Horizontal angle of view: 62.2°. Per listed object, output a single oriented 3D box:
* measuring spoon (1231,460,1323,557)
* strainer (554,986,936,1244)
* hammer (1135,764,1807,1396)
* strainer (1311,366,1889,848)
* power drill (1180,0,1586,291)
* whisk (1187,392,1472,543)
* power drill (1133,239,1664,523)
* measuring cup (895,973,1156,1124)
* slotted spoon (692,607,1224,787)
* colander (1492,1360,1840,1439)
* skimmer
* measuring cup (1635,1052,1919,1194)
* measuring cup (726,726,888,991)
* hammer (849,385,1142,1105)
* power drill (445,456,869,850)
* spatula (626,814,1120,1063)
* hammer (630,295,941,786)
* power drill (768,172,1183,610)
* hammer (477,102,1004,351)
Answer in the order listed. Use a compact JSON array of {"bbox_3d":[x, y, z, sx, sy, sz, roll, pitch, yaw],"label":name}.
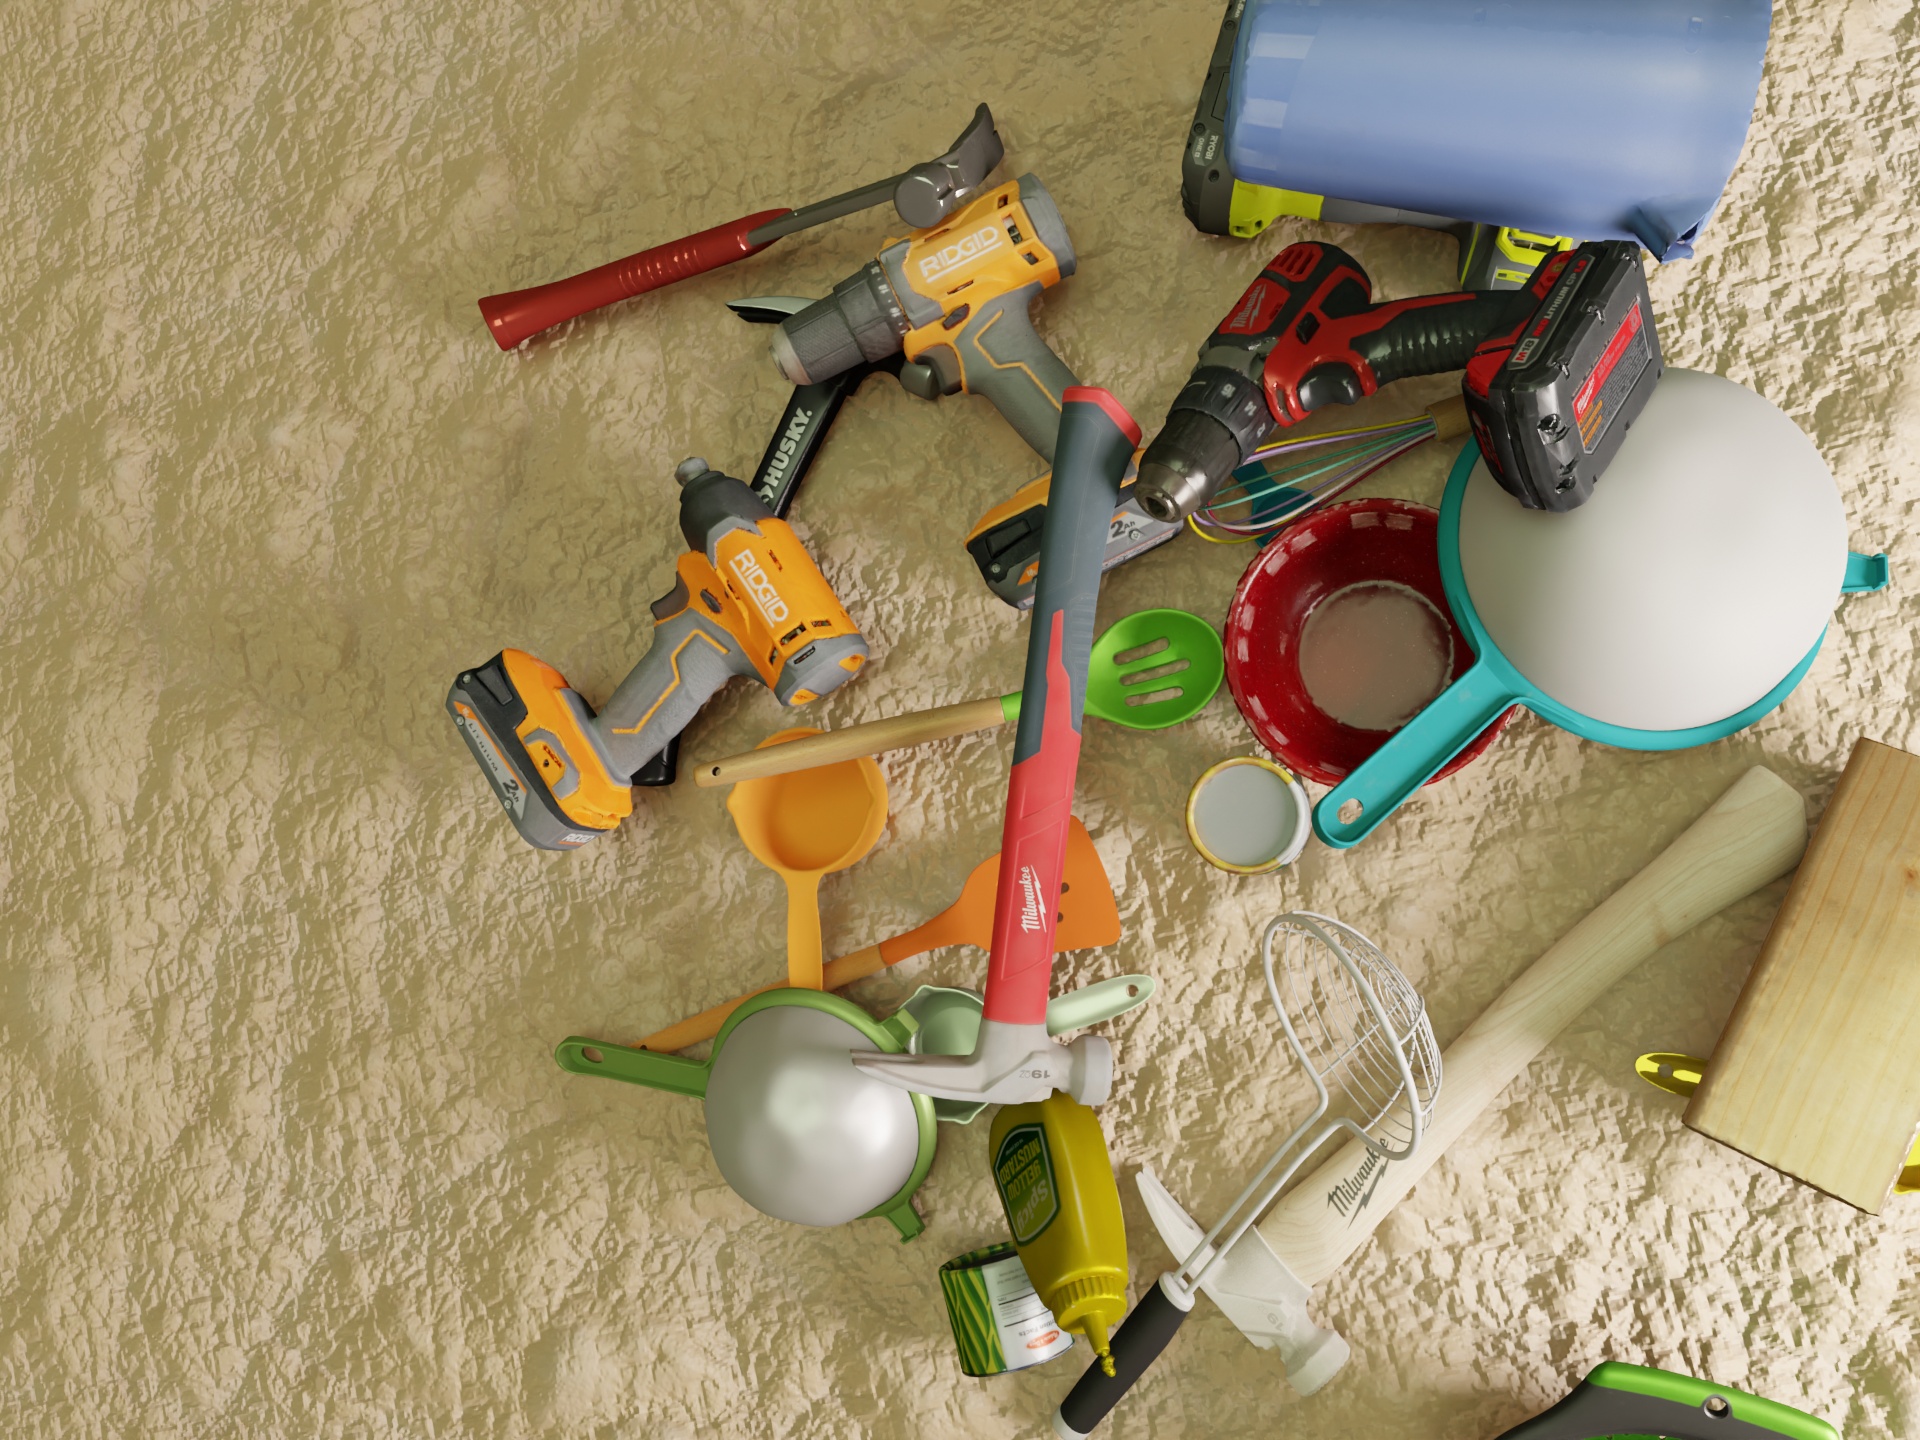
[{"bbox_3d":[0.167,-0.145,0.931,0.042,0.021,0.129,-33,69,3],"label":"measuring spoon"},{"bbox_3d":[-0.142,0.229,0.933,0.256,0.069,0.151,7,110,21],"label":"strainer"},{"bbox_3d":[0.280,0.172,0.860,0.410,0.038,0.146,-46,74,7],"label":"hammer"},{"bbox_3d":[0.309,-0.057,0.786,0.340,0.095,0.211,-39,82,-11],"label":"strainer"},{"bbox_3d":[0.250,-0.329,0.892,0.223,0.080,0.171,17,91,12],"label":"power drill"},{"bbox_3d":[0.242,-0.154,0.886,0.245,0.051,0.047,-20,92,3],"label":"whisk"},{"bbox_3d":[0.209,-0.164,0.801,0.227,0.080,0.188,16,61,43],"label":"power drill"},{"bbox_3d":[0.037,0.178,0.926,0.167,0.038,0.083,-21,80,11],"label":"measuring cup"},{"bbox_3d":[-0.001,-0.003,0.922,0.313,0.031,0.070,-13,81,0],"label":"slotted spoon"},{"bbox_3d":[0.329,0.478,0.803,0.204,0.094,0.397,12,106,16],"label":"colander"},{"bbox_3d":[0.123,0.255,0.819,0.363,0.090,0.127,-59,42,23],"label":"skimmer"},{"bbox_3d":[0.434,0.199,0.825,0.156,0.029,0.062,11,84,28],"label":"measuring cup"},{"bbox_3d":[-0.086,0.092,0.960,0.095,0.052,0.173,-2,87,15],"label":"measuring cup"},{"bbox_3d":[0.031,0.014,0.857,0.143,0.038,0.386,6,94,-9],"label":"hammer"},{"bbox_3d":[-0.187,-0.043,0.950,0.226,0.084,0.164,-34,79,5],"label":"power drill"},{"bbox_3d":[-0.063,0.150,0.964,0.322,0.041,0.081,-23,79,16],"label":"spatula"},{"bbox_3d":[-0.142,-0.108,1.000,0.146,0.035,0.335,28,93,15],"label":"hammer"},{"bbox_3d":[0.008,-0.177,0.920,0.185,0.084,0.226,-25,87,5],"label":"power drill"},{"bbox_3d":[-0.149,-0.300,0.995,0.359,0.149,0.036,-10,121,24],"label":"hammer"}]
